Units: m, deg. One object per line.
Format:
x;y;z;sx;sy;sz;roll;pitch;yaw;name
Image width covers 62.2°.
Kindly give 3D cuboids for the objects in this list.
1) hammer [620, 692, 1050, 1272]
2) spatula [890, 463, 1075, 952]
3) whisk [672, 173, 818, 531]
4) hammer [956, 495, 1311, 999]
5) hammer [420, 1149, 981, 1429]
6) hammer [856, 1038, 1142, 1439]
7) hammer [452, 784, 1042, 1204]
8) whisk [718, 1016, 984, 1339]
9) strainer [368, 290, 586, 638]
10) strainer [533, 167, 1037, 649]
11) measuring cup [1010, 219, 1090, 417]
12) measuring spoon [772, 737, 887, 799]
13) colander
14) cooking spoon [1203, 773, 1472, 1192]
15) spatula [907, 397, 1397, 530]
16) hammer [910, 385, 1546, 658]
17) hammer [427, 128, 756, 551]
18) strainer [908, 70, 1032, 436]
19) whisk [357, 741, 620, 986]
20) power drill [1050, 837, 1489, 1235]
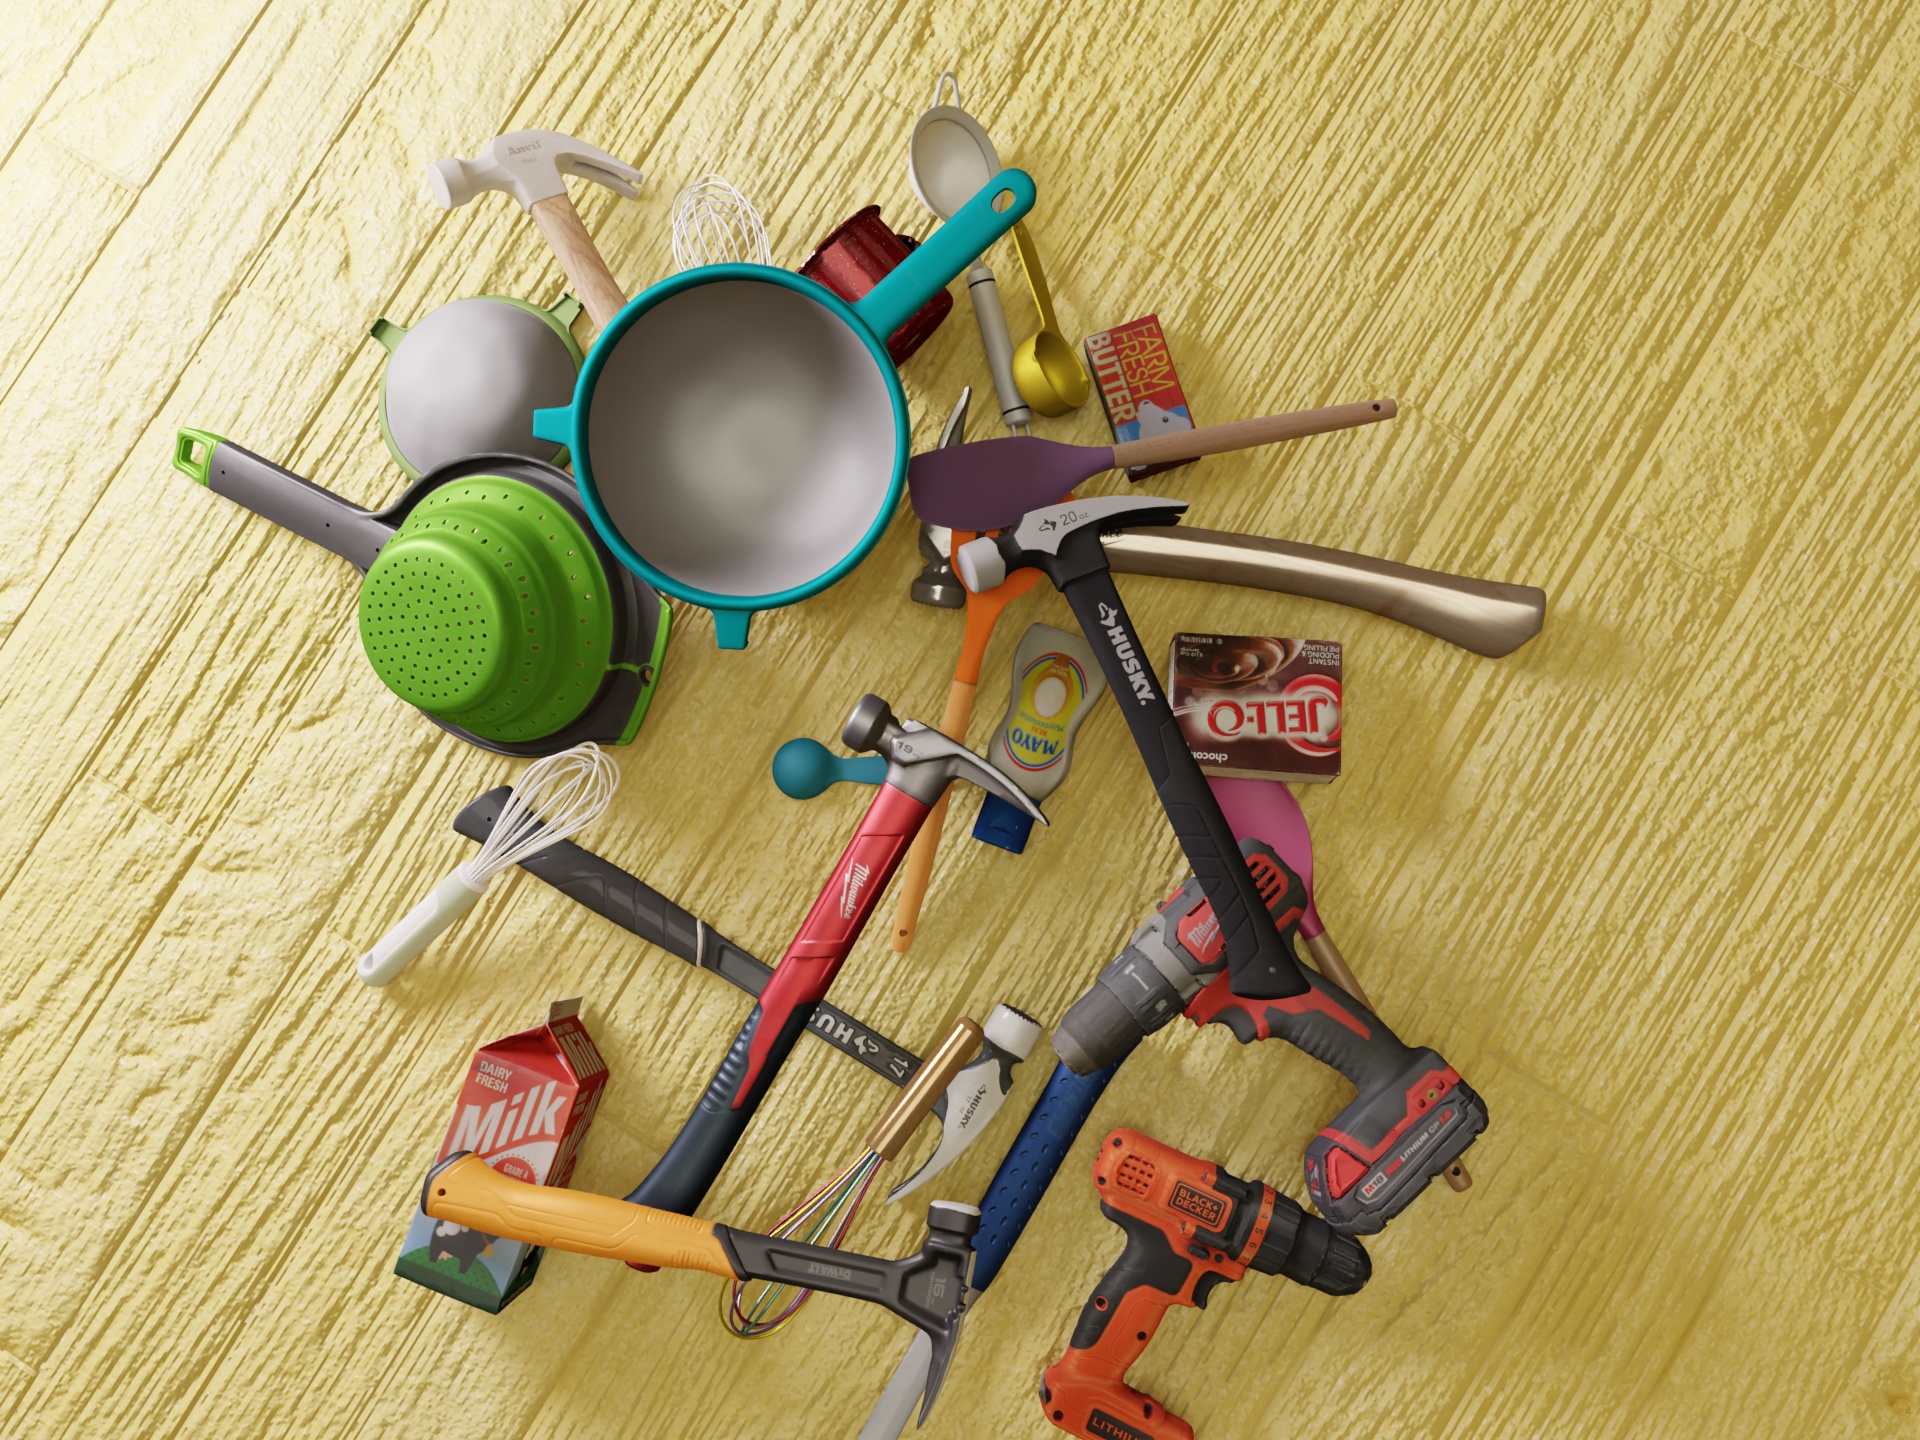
-0.094;0.183;1.004;0.143;0.038;0.386;30;91;5;hammer
-0.002;-0.003;1.036;0.081;0.041;0.322;14;100;-1;spatula
-0.133;-0.234;1.078;0.070;0.070;0.284;-18;88;1;whisk
0.130;0.015;0.973;0.146;0.035;0.335;-22;79;-12;hammer
-0.162;0.323;0.954;0.337;0.034;0.127;11;76;5;hammer
-0.007;0.366;1.020;0.144;0.035;0.405;30;86;5;hammer
-0.157;0.162;1.049;0.409;0.036;0.149;30;87;6;hammer
-0.068;0.286;0.995;0.047;0.051;0.245;37;86;12;whisk
-0.326;-0.174;1.073;0.151;0.069;0.256;-7;82;2;strainer
-0.085;-0.218;1.004;0.340;0.095;0.211;-41;93;6;strainer
0.047;-0.276;1.084;0.029;0.062;0.157;-28;67;35;measuring cup
-0.064;0.032;1.062;0.128;0.021;0.042;1;84;4;measuring spoon
-0.383;-0.100;1.031;0.397;0.094;0.204;26;109;13;colander
0.244;0.163;1.037;0.069;0.017;0.319;-29;83;-5;cooking spoon
0.123;-0.171;1.017;0.316;0.018;0.060;-11;81;-1;spatula
0.179;-0.115;1.048;0.410;0.038;0.146;10;99;2;hammer
-0.220;-0.252;1.079;0.130;0.031;0.331;-30;90;-27;hammer
0.009;-0.308;1.086;0.087;0.050;0.258;-14;88;-42;strainer
-0.311;0.097;1.030;0.246;0.059;0.058;-41;48;17;whisk
0.186;0.209;0.983;0.188;0.080;0.227;-41;80;-7;power drill
